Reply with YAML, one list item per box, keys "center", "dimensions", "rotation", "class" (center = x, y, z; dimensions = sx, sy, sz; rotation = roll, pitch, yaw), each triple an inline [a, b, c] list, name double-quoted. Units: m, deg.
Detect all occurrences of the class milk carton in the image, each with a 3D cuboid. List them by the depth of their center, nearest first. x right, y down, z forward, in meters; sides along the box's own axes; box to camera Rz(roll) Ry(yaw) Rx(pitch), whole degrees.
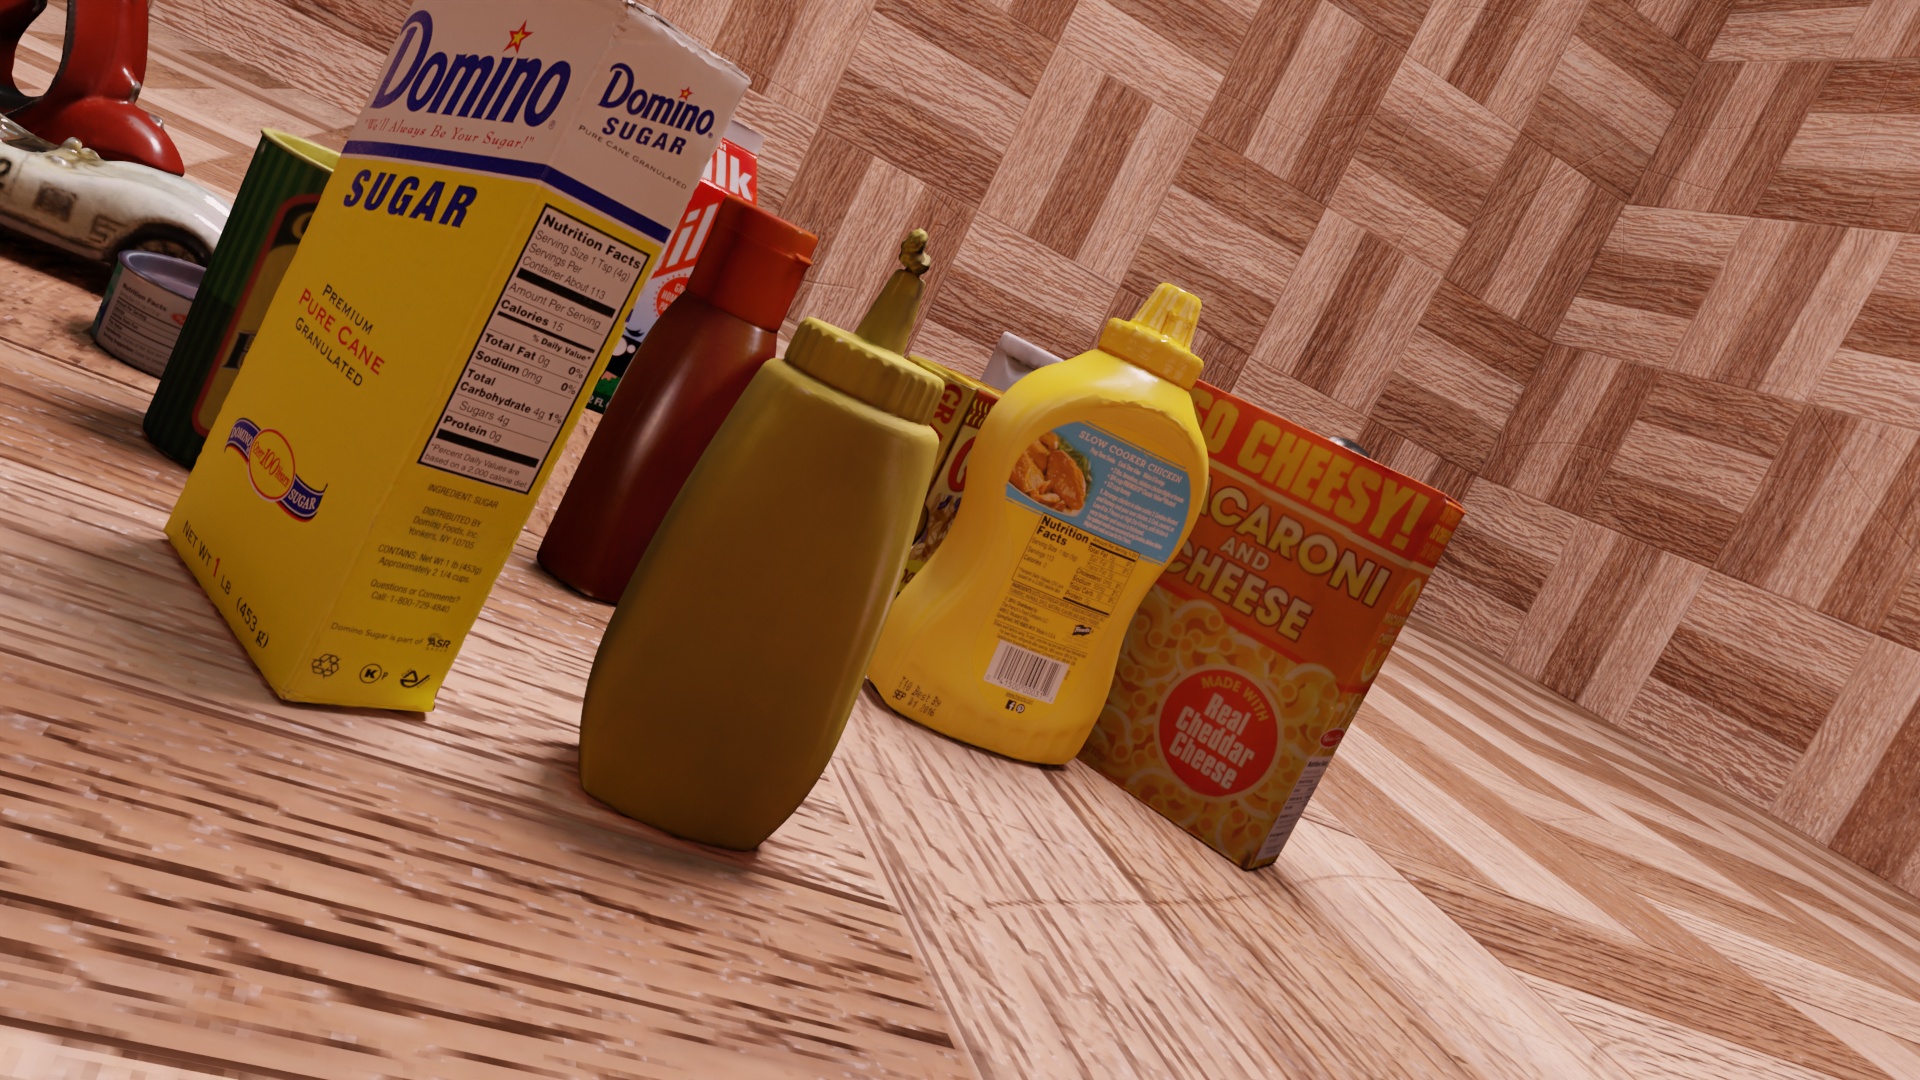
- center: [-0.186, -0.171, 0.837]
  dimensions: [0.072, 0.190, 0.073]
  rotation: [21, 9, -34]
  class: "milk carton"

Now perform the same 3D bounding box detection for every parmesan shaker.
- center: [-0.208, -0.070, 0.450]
  dimensions: [0.071, 0.103, 0.071]
  rotation: [26, 8, -4]
  class: "parmesan shaker"

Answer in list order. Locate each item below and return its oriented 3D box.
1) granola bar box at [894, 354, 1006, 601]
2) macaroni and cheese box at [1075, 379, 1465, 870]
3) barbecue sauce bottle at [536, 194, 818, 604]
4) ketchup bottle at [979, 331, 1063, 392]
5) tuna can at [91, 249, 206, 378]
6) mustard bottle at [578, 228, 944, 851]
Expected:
- center: [0.002, -0.008, 0.635]
  dimensions: [0.039, 0.124, 0.165]
  rotation: [30, 9, 25]
  class: "granola bar box"
- center: [0.113, 0.032, 0.582]
  dimensions: [0.124, 0.166, 0.040]
  rotation: [31, 9, 30]
  class: "macaroni and cheese box"
- center: [-0.098, -0.050, 0.504]
  dimensions: [0.044, 0.148, 0.065]
  rotation: [29, 8, 18]
  class: "barbecue sauce bottle"
- center: [0.006, -0.036, 0.735]
  dimensions: [0.065, 0.148, 0.043]
  rotation: [28, 8, 8]
  class: "ketchup bottle"
- center: [-0.286, -0.081, 0.524]
  dimensions: [0.071, 0.032, 0.071]
  rotation: [26, 8, -4]
  class: "tuna can"
- center: [-0.041, -0.003, 0.349]
  dimensions: [0.065, 0.160, 0.049]
  rotation: [25, 8, -12]
  class: "mustard bottle"
